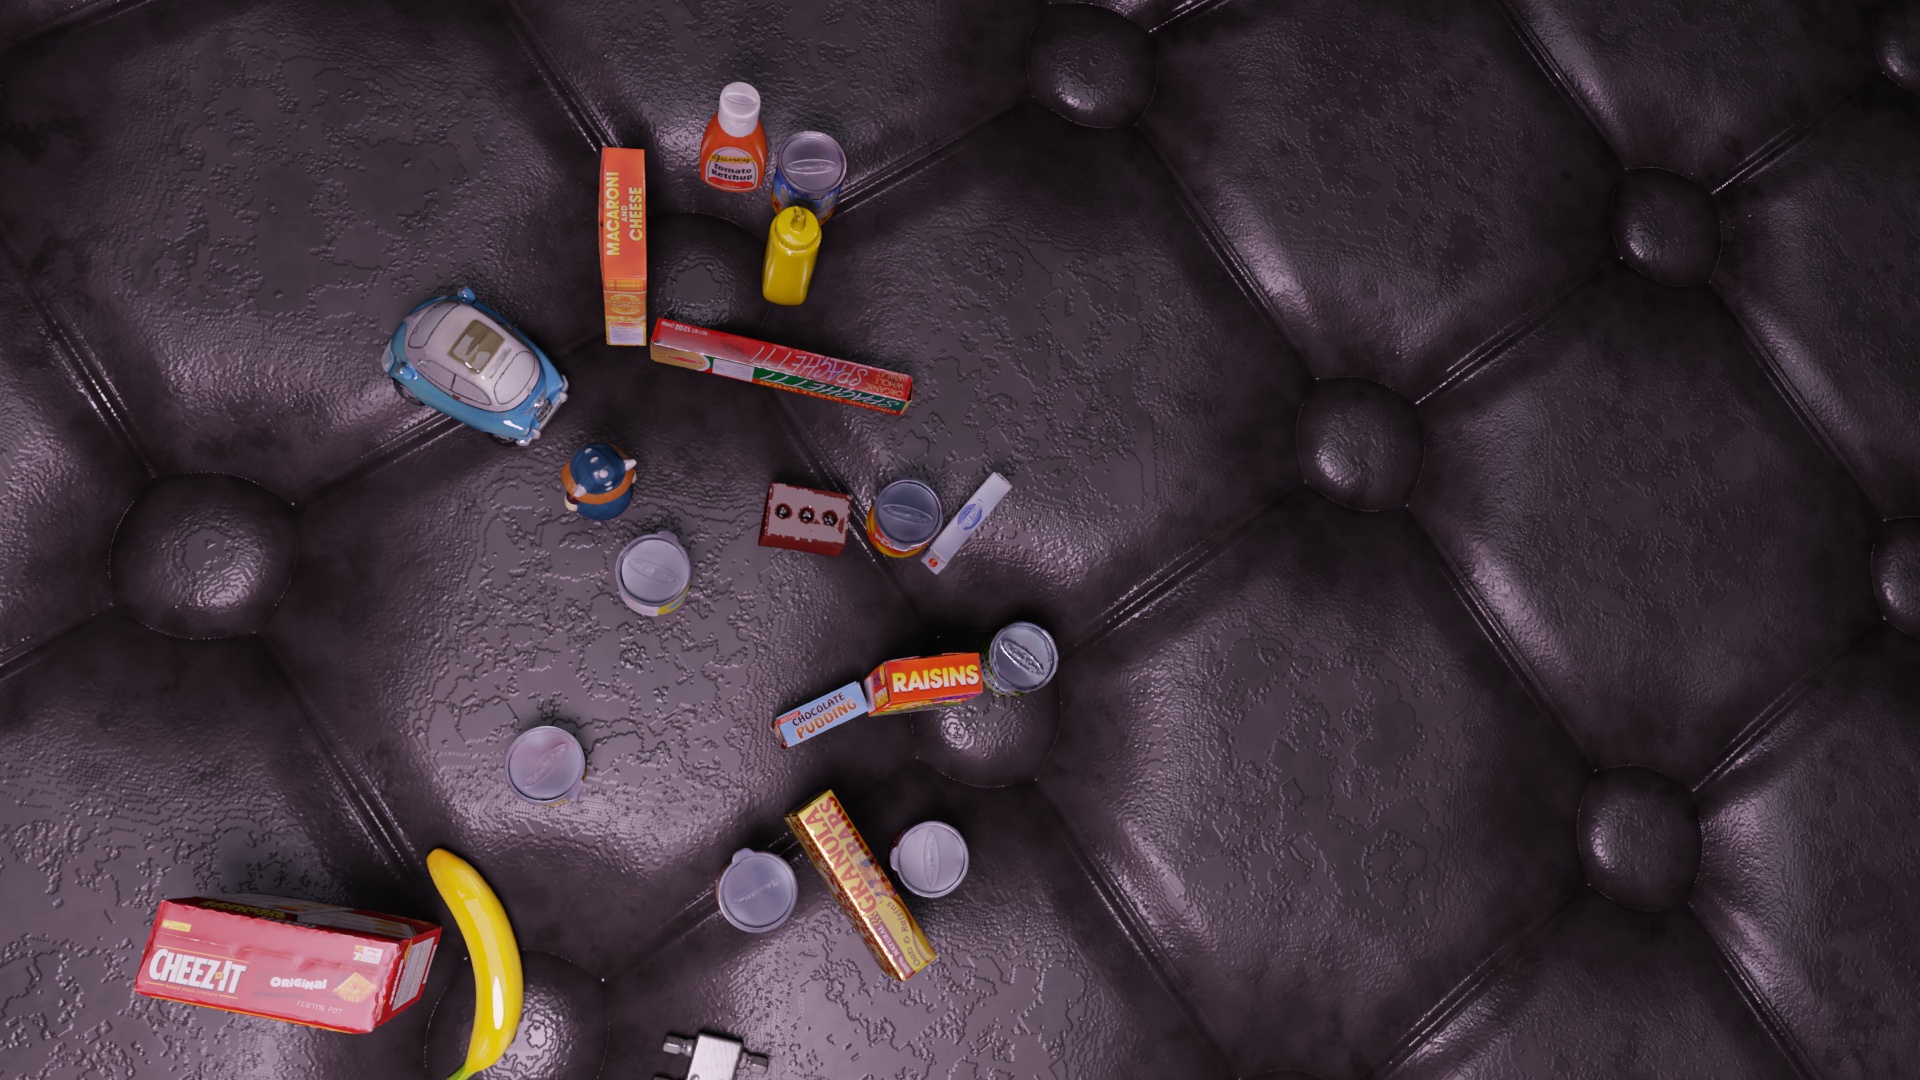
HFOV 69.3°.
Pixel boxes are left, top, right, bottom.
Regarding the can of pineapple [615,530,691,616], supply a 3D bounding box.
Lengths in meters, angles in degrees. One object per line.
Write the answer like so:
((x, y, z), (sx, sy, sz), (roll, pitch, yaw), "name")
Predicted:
((-0.276, 0.031, 1.258), (0.071, 0.057, 0.071), (3, 77, -12), "can of pineapple")

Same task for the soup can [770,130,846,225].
((-0.149, -0.348, 1.358), (0.071, 0.083, 0.071), (3, 77, -12), "soup can")

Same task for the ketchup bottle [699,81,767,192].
((-0.213, -0.382, 1.318), (0.065, 0.148, 0.043), (6, 77, -11), "ketchup bottle")

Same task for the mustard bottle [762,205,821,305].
((-0.157, -0.273, 1.299), (0.049, 0.160, 0.065), (7, 77, -11), "mustard bottle")

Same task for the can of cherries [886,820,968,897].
((-0.033, 0.287, 1.254), (0.071, 0.058, 0.071), (3, 77, -12), "can of cherries")

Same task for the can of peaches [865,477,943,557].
((-0.055, -0.019, 1.318), (0.071, 0.058, 0.071), (3, 77, -12), "can of peaches")

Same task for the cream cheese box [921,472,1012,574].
((0.005, -0.017, 1.333), (0.024, 0.053, 0.104), (41, 73, -2), "cream cheese box")

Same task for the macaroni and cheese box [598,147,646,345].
((-0.305, -0.262, 1.261), (0.040, 0.166, 0.124), (-1, 78, -13), "macaroni and cheese box")

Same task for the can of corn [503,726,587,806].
((-0.356, 0.198, 1.202), (0.071, 0.058, 0.071), (3, 77, -12), "can of corn")

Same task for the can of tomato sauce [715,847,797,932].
((-0.180, 0.302, 1.205), (0.071, 0.083, 0.071), (3, 77, -12), "can of tomato sauce")

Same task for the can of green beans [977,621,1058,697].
((0.053, 0.113, 1.313), (0.071, 0.057, 0.071), (3, 77, -12), "can of green beans")

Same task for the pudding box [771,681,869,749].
((-0.128, 0.160, 1.266), (0.084, 0.049, 0.030), (-23, 84, -16), "pudding box")

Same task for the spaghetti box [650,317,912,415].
((-0.169, -0.164, 1.330), (0.250, 0.050, 0.029), (12, 76, -10), "spaghetti box")

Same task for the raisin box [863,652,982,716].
((-0.035, 0.130, 1.255), (0.086, 0.123, 0.040), (-4, 79, -13), "raisin box")

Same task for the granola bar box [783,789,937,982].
((-0.090, 0.298, 1.204), (0.039, 0.124, 0.165), (-32, 86, -17), "granola bar box")
